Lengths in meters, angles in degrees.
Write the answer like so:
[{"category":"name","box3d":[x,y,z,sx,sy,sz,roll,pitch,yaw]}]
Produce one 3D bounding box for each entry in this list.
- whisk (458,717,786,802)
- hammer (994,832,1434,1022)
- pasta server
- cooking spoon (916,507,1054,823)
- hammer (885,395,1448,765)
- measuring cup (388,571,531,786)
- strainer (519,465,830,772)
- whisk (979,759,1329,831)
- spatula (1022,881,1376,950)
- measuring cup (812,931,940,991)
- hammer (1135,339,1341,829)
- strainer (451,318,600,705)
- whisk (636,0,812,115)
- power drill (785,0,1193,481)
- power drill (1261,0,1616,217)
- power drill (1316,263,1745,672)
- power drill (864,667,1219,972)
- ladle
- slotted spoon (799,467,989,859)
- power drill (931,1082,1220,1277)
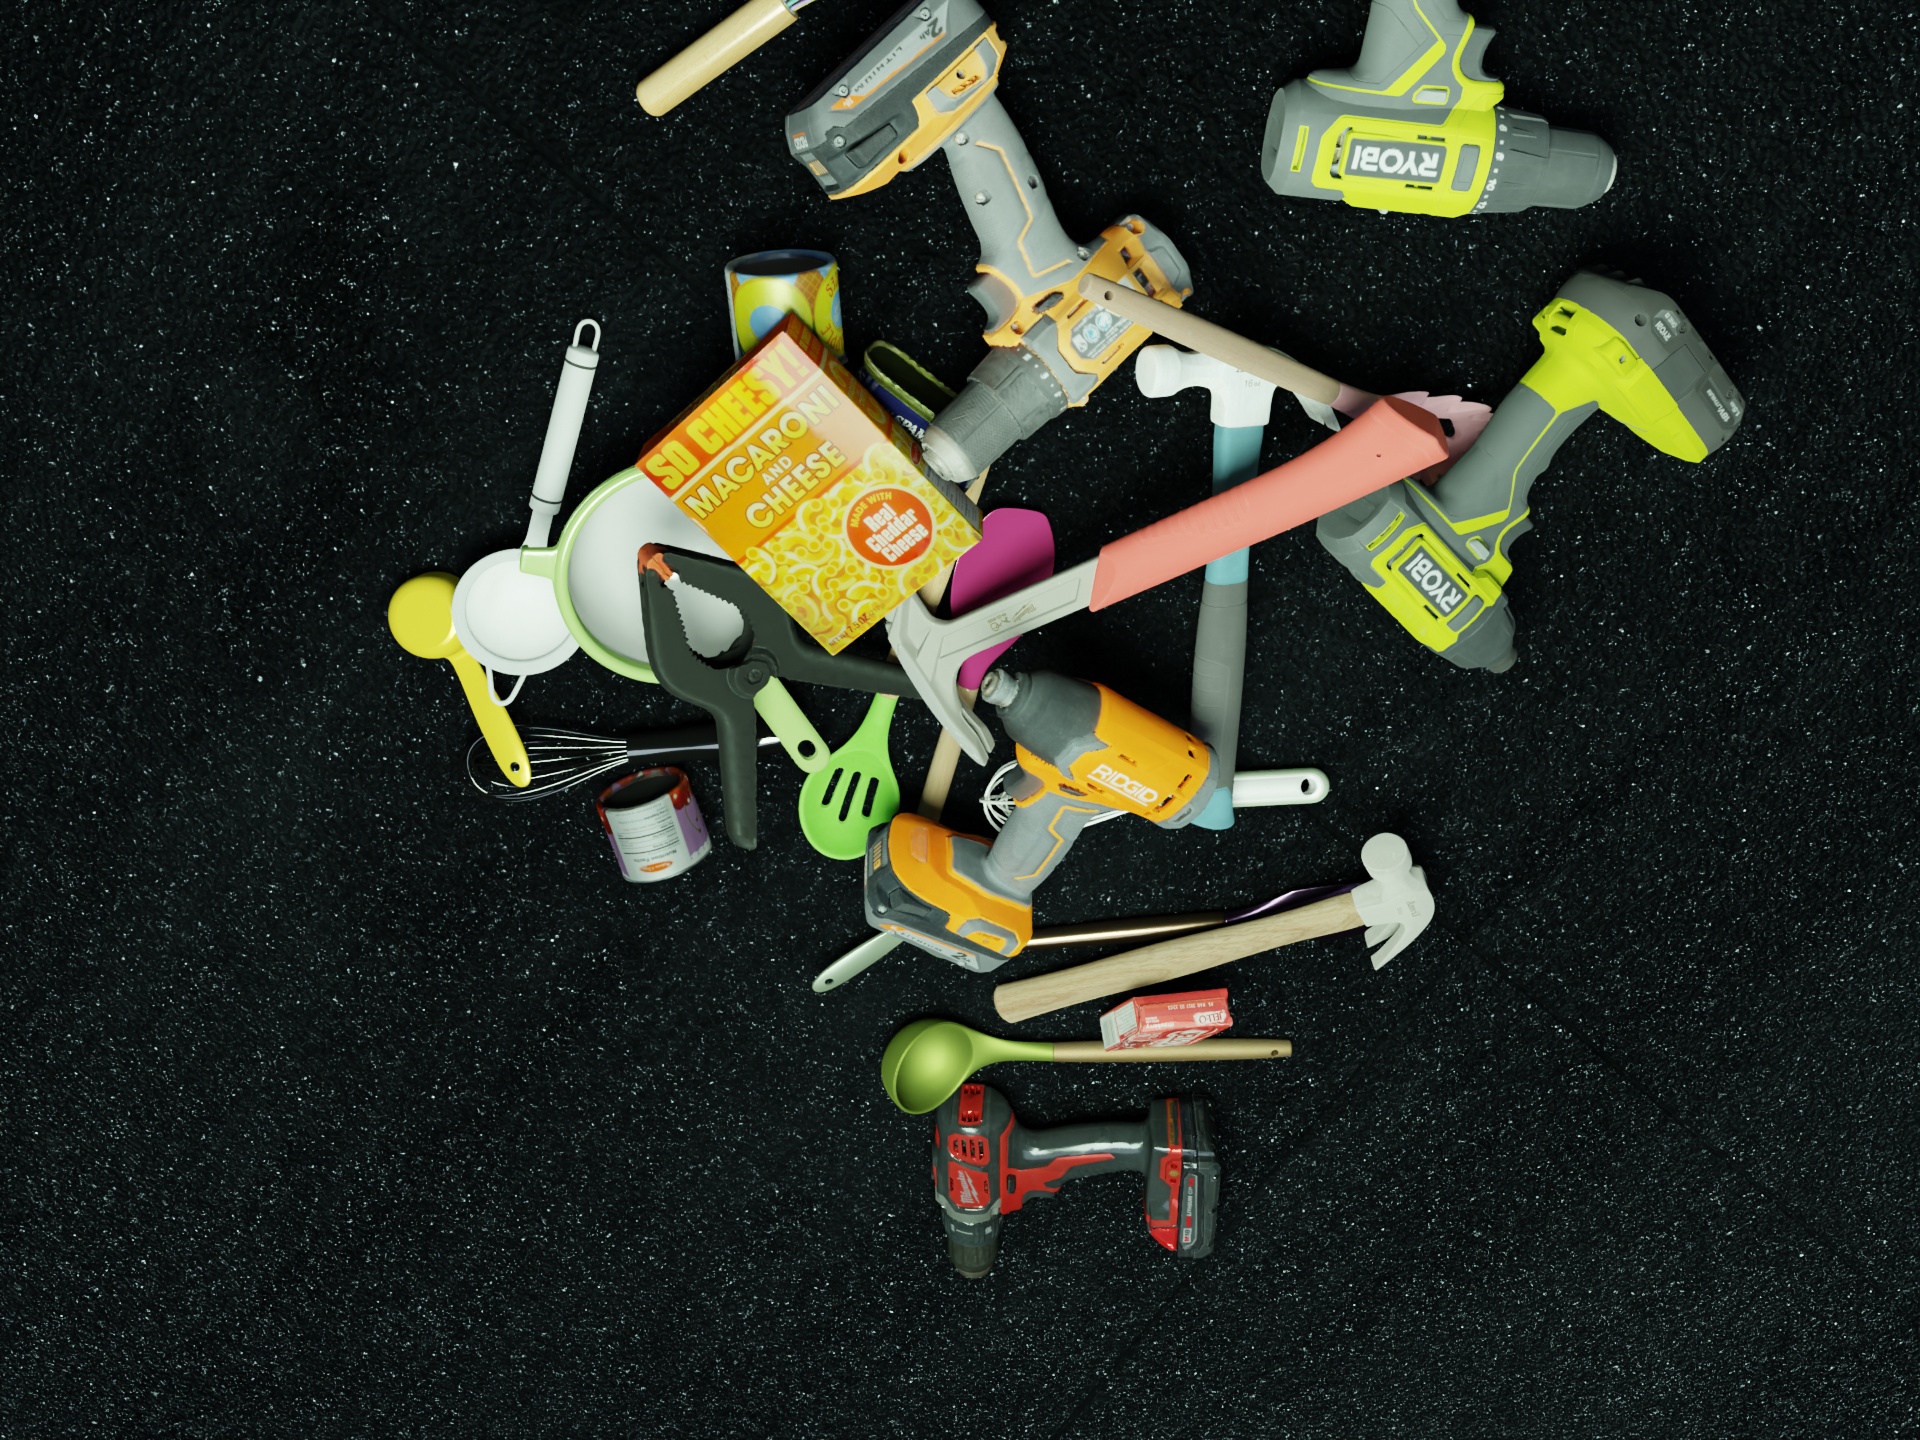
[{"category":"whisk","box3d":[-0.227,0.022,1.099,0.239,0.055,0.055,-6,120,0]},{"category":"hammer","box3d":[0.181,0.169,1.165,0.331,0.031,0.129,-19,139,19]},{"category":"pasta server","box3d":[0.200,-0.196,0.920,0.316,0.040,0.060,14,110,-31]},{"category":"cooking spoon","box3d":[-0.002,-0.003,1.095,0.068,0.017,0.318,4,122,-22]},{"category":"hammer","box3d":[0.119,-0.091,0.954,0.359,0.037,0.149,-22,112,28]},{"category":"measuring cup","box3d":[-0.327,-0.024,1.053,0.062,0.029,0.156,-25,95,9]},{"category":"strainer","box3d":[-0.160,-0.068,1.038,0.151,0.069,0.256,-33,125,-1]},{"category":"whisk","box3d":[0.136,0.051,1.112,0.246,0.059,0.058,-3,92,-2]},{"category":"spatula","box3d":[0.171,0.153,1.185,0.316,0.018,0.059,-6,130,4]},{"category":"measuring cup","box3d":[-0.038,0.165,1.166,0.167,0.038,0.083,-33,127,9]},{"category":"hammer","box3d":[0.166,-0.077,1.011,0.128,0.033,0.330,-9,118,-17]},{"category":"strainer","box3d":[-0.265,-0.132,1.014,0.086,0.050,0.258,12,114,-21]},{"category":"whisk","box3d":[-0.078,-0.403,0.854,0.245,0.051,0.047,-27,151,21]},{"category":"power drill","box3d":[0.001,-0.262,0.885,0.185,0.084,0.226,-45,114,-4]},{"category":"power drill","box3d":[0.275,-0.382,0.842,0.190,0.080,0.228,5,123,-2]},{"category":"power drill","box3d":[0.341,-0.141,0.948,0.171,0.080,0.223,37,103,-31]},{"category":"power drill","box3d":[0.032,0.058,1.017,0.164,0.084,0.226,28,127,-26]},{"category":"ladle","box3d":[0.099,0.263,1.229,0.320,0.062,0.078,-1,115,-2]},{"category":"slotted spoon","box3d":[-0.038,-0.039,1.072,0.070,0.031,0.313,18,117,-9]},{"category":"power drill","box3d":[0.089,0.380,1.286,0.226,0.080,0.187,1,120,3]}]
